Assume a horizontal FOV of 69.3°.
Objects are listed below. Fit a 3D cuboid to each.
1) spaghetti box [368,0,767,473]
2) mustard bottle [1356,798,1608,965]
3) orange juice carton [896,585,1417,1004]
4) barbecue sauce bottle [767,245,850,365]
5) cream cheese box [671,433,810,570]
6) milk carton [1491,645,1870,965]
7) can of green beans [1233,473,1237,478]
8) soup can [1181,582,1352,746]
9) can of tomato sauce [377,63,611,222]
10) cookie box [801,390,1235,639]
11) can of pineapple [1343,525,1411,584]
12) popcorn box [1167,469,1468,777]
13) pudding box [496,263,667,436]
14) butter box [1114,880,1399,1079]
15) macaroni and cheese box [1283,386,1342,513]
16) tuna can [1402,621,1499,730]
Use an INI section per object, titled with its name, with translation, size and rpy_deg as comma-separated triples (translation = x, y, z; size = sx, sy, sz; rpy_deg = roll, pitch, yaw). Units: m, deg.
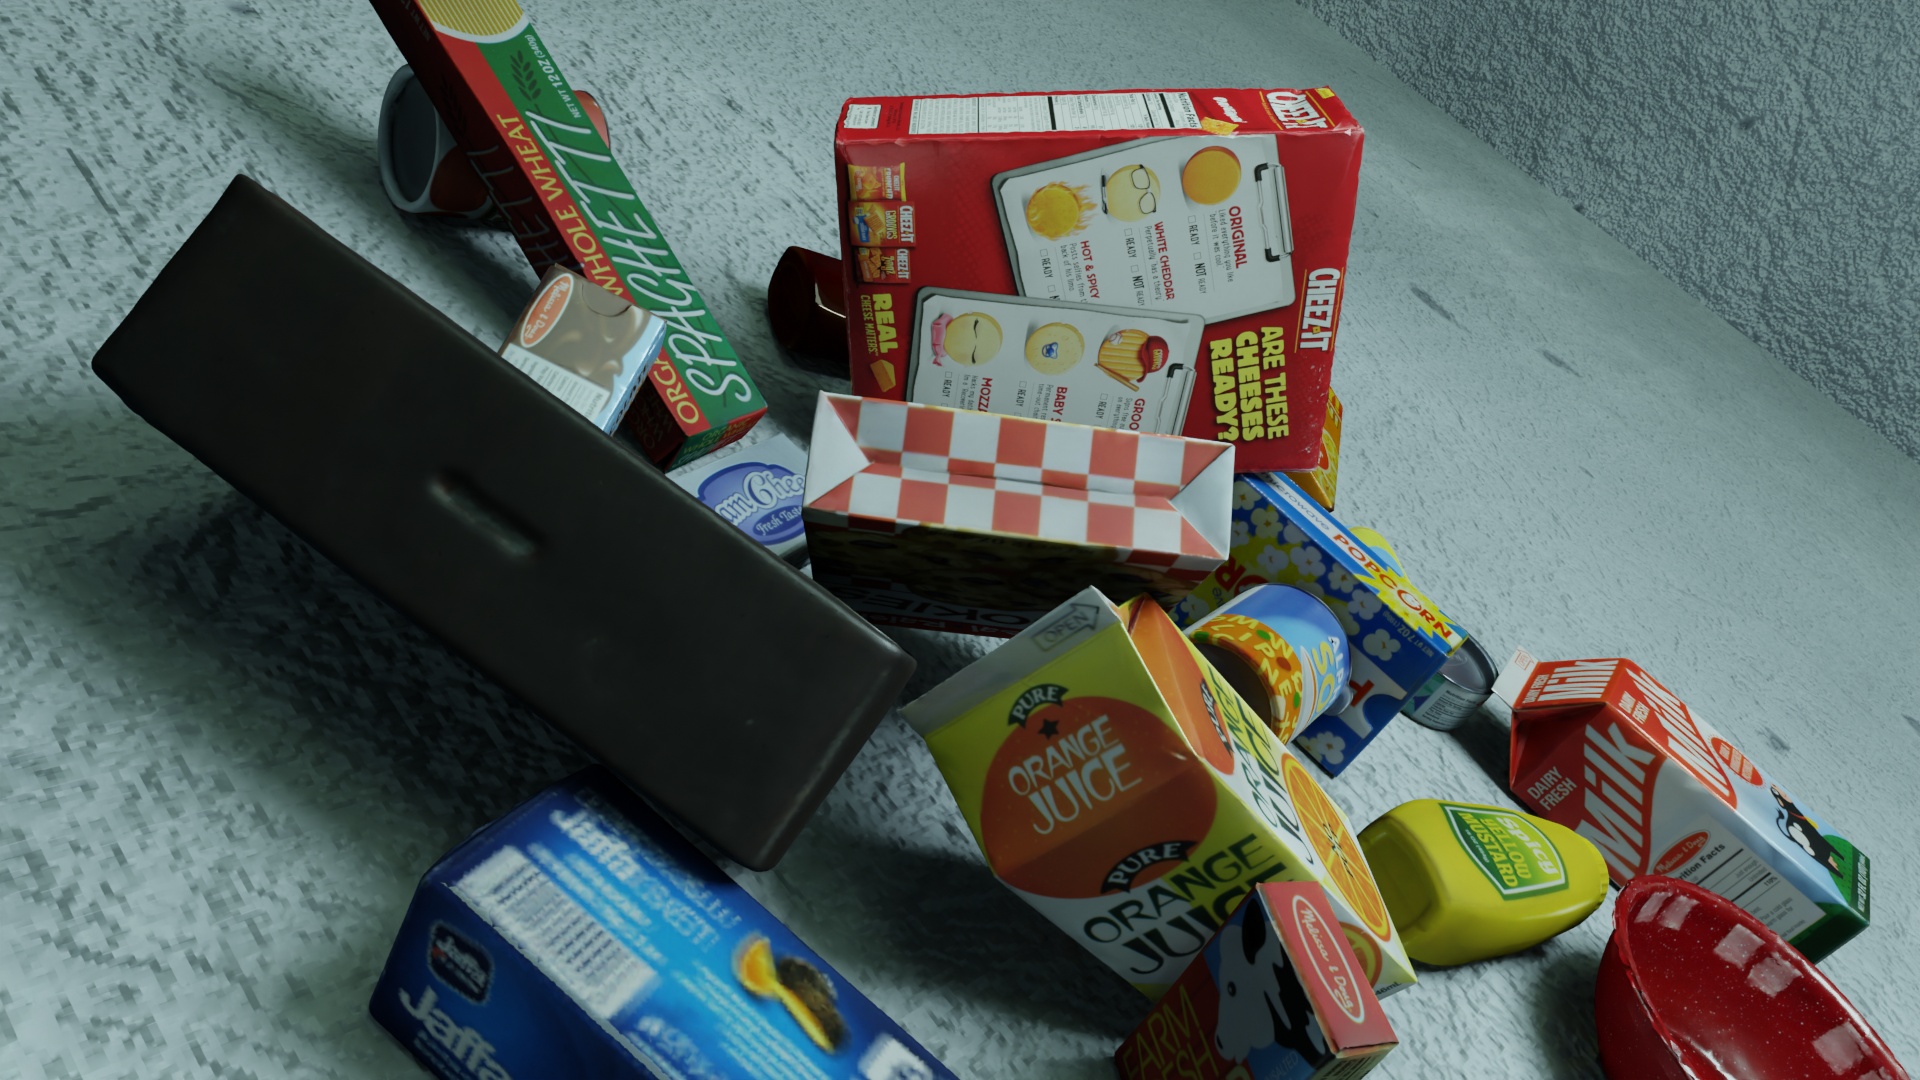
[spaghetti box]
translation = -0.168, -0.146, 0.588
size = 0.050, 0.028, 0.250
rpy_deg = -29, 86, -47
[mustard bottle]
translation = 0.239, 0.147, 0.608
size = 0.160, 0.048, 0.065
rpy_deg = 7, 41, -35
[orange juice carton]
translation = 0.064, 0.087, 0.443
size = 0.192, 0.071, 0.073
rpy_deg = 45, 21, -34
[barbecue sauce bottle]
translation = -0.025, -0.111, 0.735
size = 0.149, 0.043, 0.065
rpy_deg = 11, 38, -33
[cream cheese box]
translation = -0.086, -0.007, 0.555
size = 0.053, 0.024, 0.104
rpy_deg = 39, 32, 11
[milk carton]
translation = 0.354, 0.130, 0.709
size = 0.191, 0.073, 0.072
rpy_deg = 43, 33, 15
[can of green beans]
translation = 0.141, -0.041, 0.765
size = 0.071, 0.071, 0.058
rpy_deg = 30, 31, -5
[soup can]
translation = 0.128, 0.062, 0.609
size = 0.071, 0.071, 0.084
rpy_deg = 44, 33, 17
[can of tomato sauce]
translation = -0.213, -0.178, 0.638
size = 0.083, 0.071, 0.071
rpy_deg = -5, 48, -45
[cookie box]
translation = 0.012, 0.000, 0.476
size = 0.123, 0.167, 0.040
rpy_deg = 7, 76, -2
[can of pineapple]
translation = 0.198, 0.034, 0.712
size = 0.071, 0.070, 0.058
rpy_deg = 20, 33, -21
[popcorn box]
translation = 0.161, 0.035, 0.658
size = 0.127, 0.084, 0.038
rpy_deg = 45, 32, 19
[pudding box]
translation = -0.151, -0.057, 0.524
size = 0.049, 0.030, 0.084
rpy_deg = 26, 63, -9
[butter box]
translation = 0.083, 0.151, 0.411
size = 0.024, 0.103, 0.053
rpy_deg = 5, 42, -25
[macaroni and cheese box]
translation = 0.188, -0.094, 0.863
size = 0.123, 0.040, 0.167
rpy_deg = 55, 28, -13
[tuna can]
translation = 0.251, 0.066, 0.746
size = 0.071, 0.032, 0.071
rpy_deg = 23, 33, -16
